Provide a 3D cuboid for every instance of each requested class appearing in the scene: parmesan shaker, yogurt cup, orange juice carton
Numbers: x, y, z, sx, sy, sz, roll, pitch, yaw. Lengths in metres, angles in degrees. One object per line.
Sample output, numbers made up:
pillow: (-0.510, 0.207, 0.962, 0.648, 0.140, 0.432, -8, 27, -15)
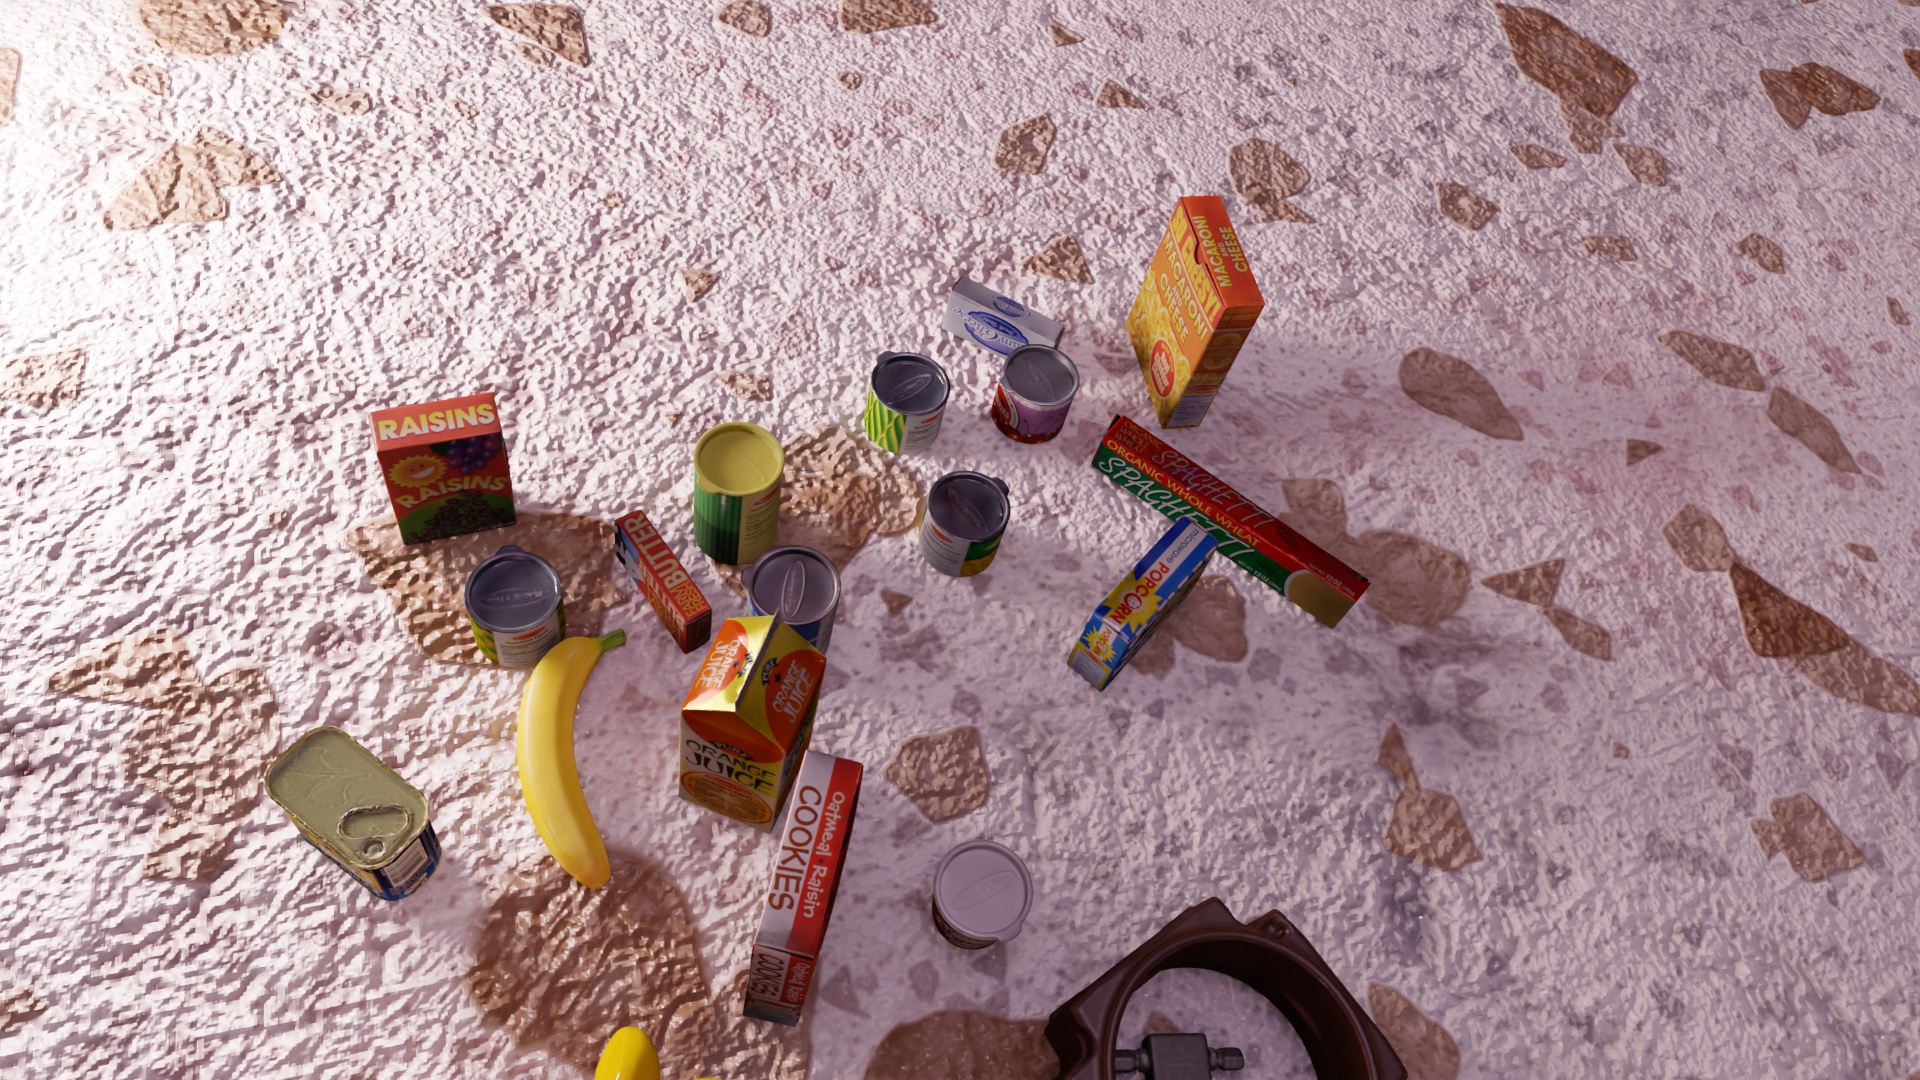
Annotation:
parmesan shaker: (-0.172, -0.032, 1.054, 0.071, 0.102, 0.071, 5, 58, -8)
yogurt cup: (0.011, 0.245, 0.946, 0.072, 0.053, 0.073, 5, 57, -8)
orange juice carton: (-0.138, 0.117, 0.913, 0.073, 0.191, 0.072, 21, 57, 2)

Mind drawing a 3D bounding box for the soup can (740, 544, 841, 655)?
soup can: (-0.127, 0.052, 1.021, 0.071, 0.083, 0.071, 5, 58, -8)

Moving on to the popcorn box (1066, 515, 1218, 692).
popcorn box: (0.142, 0.049, 1.079, 0.038, 0.084, 0.127, 39, 59, 13)

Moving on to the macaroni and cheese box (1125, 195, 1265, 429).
macaroni and cheese box: (0.197, -0.193, 1.195, 0.040, 0.165, 0.124, -6, 60, -15)

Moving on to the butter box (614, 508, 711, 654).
butter box: (-0.221, 0.031, 1.033, 0.024, 0.052, 0.104, -29, 68, -26)

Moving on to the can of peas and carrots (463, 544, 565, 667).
can of peas and carrots: (-0.319, 0.048, 0.998, 0.071, 0.058, 0.071, 5, 57, -8)

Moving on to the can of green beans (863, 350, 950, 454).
can of green beans: (-0.045, -0.114, 1.159, 0.071, 0.057, 0.071, 5, 57, -8)

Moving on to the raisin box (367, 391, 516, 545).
raisin box: (-0.374, -0.052, 1.011, 0.086, 0.122, 0.040, -12, 62, -18)

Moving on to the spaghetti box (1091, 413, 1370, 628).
spaghetti box: (0.221, -0.017, 1.158, 0.250, 0.050, 0.029, 35, 58, 11)

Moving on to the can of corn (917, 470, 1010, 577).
can of corn: (0.004, -0.014, 1.106, 0.071, 0.058, 0.071, 5, 57, -8)

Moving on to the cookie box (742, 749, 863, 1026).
cookie box: (-0.099, 0.221, 0.870, 0.040, 0.166, 0.123, 14, 57, -3)

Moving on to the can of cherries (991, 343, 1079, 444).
can of cherries: (0.061, -0.124, 1.187, 0.071, 0.058, 0.072, 5, 57, -8)

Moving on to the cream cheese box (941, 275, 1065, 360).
cream cheese box: (0.037, -0.188, 1.226, 0.104, 0.053, 0.024, 27, 57, 6)
